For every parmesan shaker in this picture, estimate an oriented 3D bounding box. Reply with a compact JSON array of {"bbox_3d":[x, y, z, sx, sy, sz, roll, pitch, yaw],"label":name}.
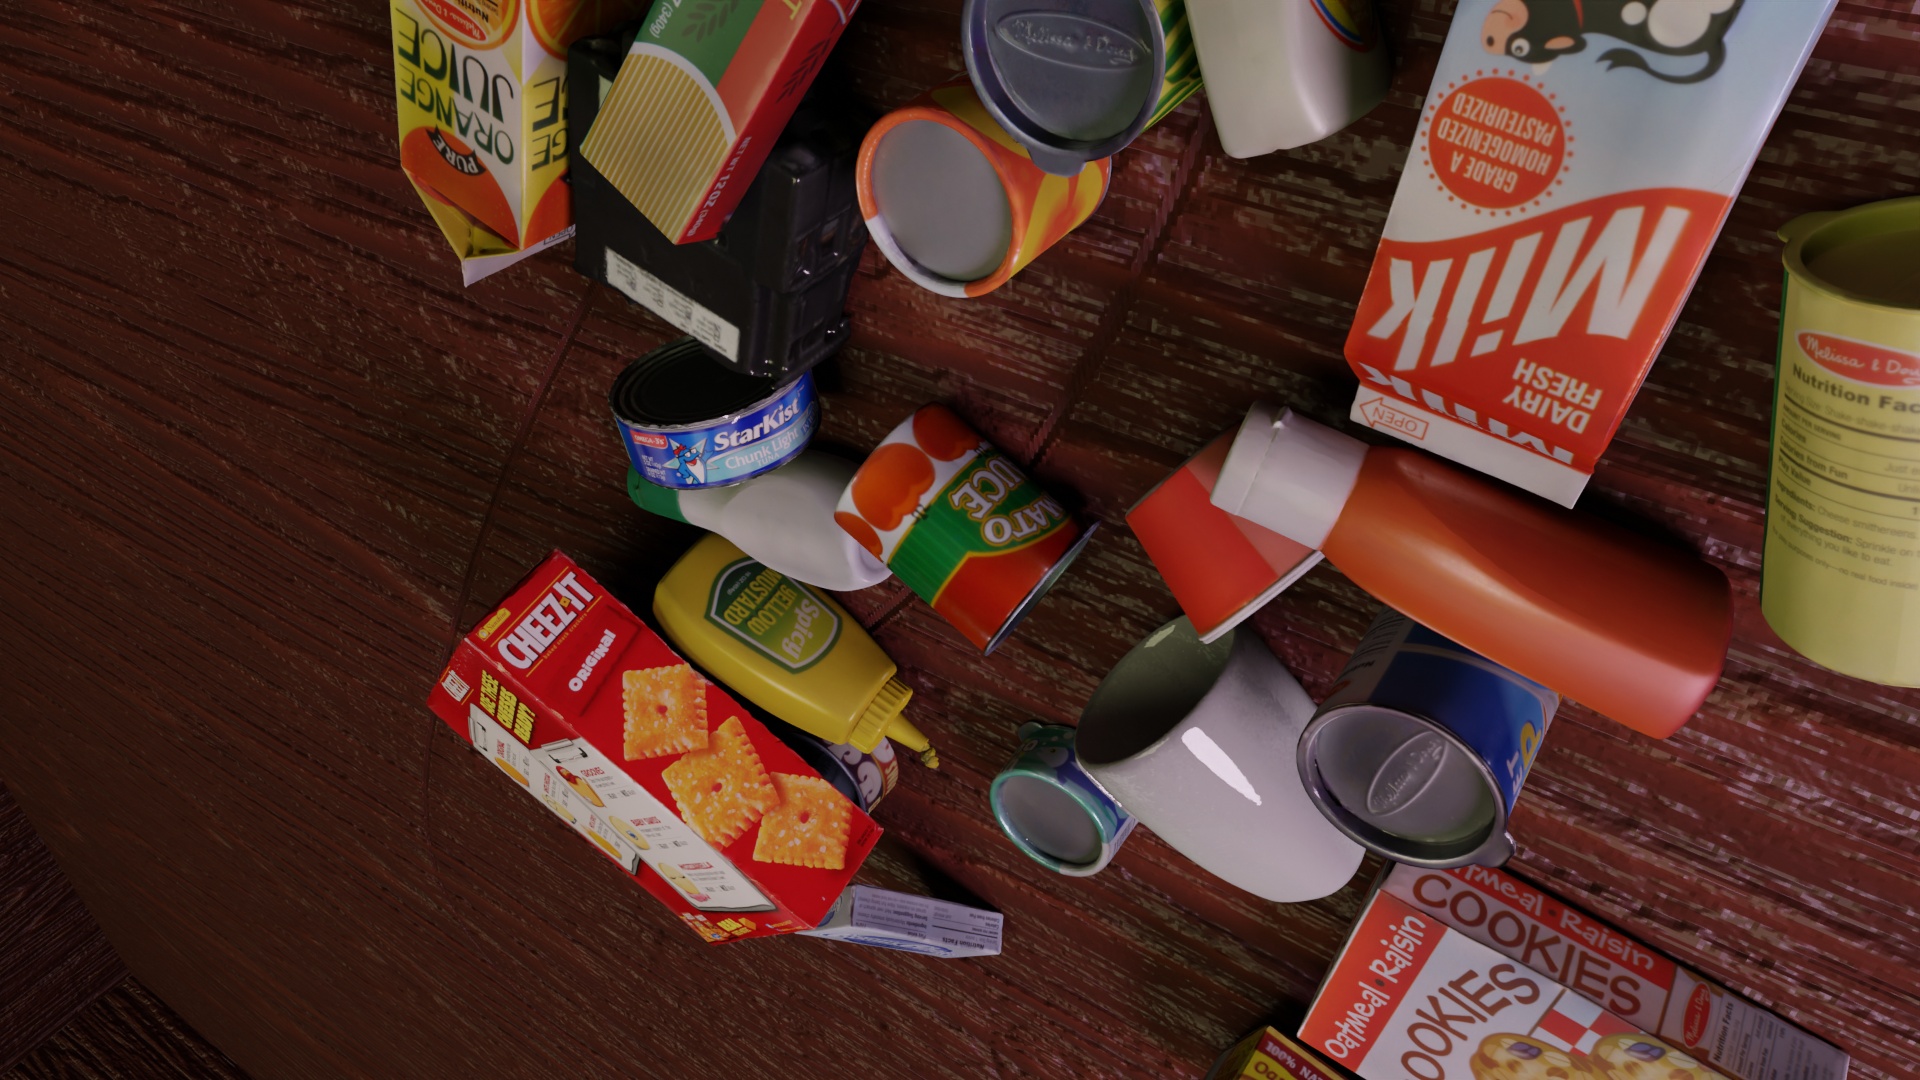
[{"bbox_3d":[0.235,-0.025,0.342,0.071,0.072,0.102,10,129,35],"label":"parmesan shaker"}]

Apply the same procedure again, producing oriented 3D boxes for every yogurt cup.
[{"bbox_3d":[0.094,-0.005,0.481,0.054,0.073,0.072,51,140,6],"label":"yogurt cup"}]

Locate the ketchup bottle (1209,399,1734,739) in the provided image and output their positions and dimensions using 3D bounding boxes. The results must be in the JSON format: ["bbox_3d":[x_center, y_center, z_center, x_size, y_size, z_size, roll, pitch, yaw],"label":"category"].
[{"bbox_3d":[0.151,0.002,0.421,0.149,0.065,0.043,26,130,11],"label":"ketchup bottle"}]

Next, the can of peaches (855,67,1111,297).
[{"bbox_3d":[0.008,-0.123,0.461,0.071,0.058,0.070,23,135,25],"label":"can of peaches"}]

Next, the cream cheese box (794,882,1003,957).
[{"bbox_3d":[-0.032,0.206,0.750,0.104,0.024,0.053,21,151,-34],"label":"cream cheese box"}]

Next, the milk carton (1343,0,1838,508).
[{"bbox_3d":[0.155,-0.092,0.348,0.072,0.074,0.189,27,137,22],"label":"milk carton"}]

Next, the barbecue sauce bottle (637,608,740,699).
[{"bbox_3d":[-0.178,0.075,0.797,0.148,0.044,0.065,-22,102,48],"label":"barbecue sauce bottle"}]

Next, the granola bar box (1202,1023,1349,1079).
[{"bbox_3d":[0.190,0.293,0.634,0.166,0.039,0.123,34,158,15],"label":"granola bar box"}]

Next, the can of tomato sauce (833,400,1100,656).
[{"bbox_3d":[0.002,-0.007,0.556,0.083,0.071,0.070,41,140,8],"label":"can of tomato sauce"}]

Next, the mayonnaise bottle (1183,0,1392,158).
[{"bbox_3d":[0.073,-0.179,0.358,0.041,0.065,0.147,-3,116,38],"label":"mayonnaise bottle"}]

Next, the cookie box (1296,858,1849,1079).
[{"bbox_3d":[0.230,0.199,0.549,0.167,0.040,0.122,27,137,20],"label":"cookie box"}]

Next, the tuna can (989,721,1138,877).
[{"bbox_3d":[0.047,0.120,0.647,0.071,0.033,0.070,23,135,25],"label":"tuna can"}]

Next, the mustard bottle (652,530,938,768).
[{"bbox_3d":[-0.073,0.059,0.681,0.160,0.065,0.048,35,148,6],"label":"mustard bottle"}]

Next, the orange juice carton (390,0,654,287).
[{"bbox_3d":[-0.173,-0.188,0.553,0.073,0.072,0.191,35,138,14],"label":"orange juice carton"}]

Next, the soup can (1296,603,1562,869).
[{"bbox_3d":[0.160,0.057,0.457,0.071,0.084,0.071,23,135,25],"label":"soup can"}]

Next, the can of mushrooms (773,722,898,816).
[{"bbox_3d":[-0.067,0.121,0.746,0.071,0.034,0.070,22,134,26],"label":"can of mushrooms"}]

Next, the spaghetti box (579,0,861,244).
[{"bbox_3d":[-0.040,-0.197,0.414,0.050,0.029,0.248,44,124,4],"label":"spaghetti box"}]

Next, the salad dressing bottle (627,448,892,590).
[{"bbox_3d":[-0.094,-0.017,0.649,0.148,0.044,0.064,15,131,33],"label":"salad dressing bottle"}]

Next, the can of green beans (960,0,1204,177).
[{"bbox_3d":[0.043,-0.153,0.407,0.071,0.058,0.071,23,134,25],"label":"can of green beans"}]
